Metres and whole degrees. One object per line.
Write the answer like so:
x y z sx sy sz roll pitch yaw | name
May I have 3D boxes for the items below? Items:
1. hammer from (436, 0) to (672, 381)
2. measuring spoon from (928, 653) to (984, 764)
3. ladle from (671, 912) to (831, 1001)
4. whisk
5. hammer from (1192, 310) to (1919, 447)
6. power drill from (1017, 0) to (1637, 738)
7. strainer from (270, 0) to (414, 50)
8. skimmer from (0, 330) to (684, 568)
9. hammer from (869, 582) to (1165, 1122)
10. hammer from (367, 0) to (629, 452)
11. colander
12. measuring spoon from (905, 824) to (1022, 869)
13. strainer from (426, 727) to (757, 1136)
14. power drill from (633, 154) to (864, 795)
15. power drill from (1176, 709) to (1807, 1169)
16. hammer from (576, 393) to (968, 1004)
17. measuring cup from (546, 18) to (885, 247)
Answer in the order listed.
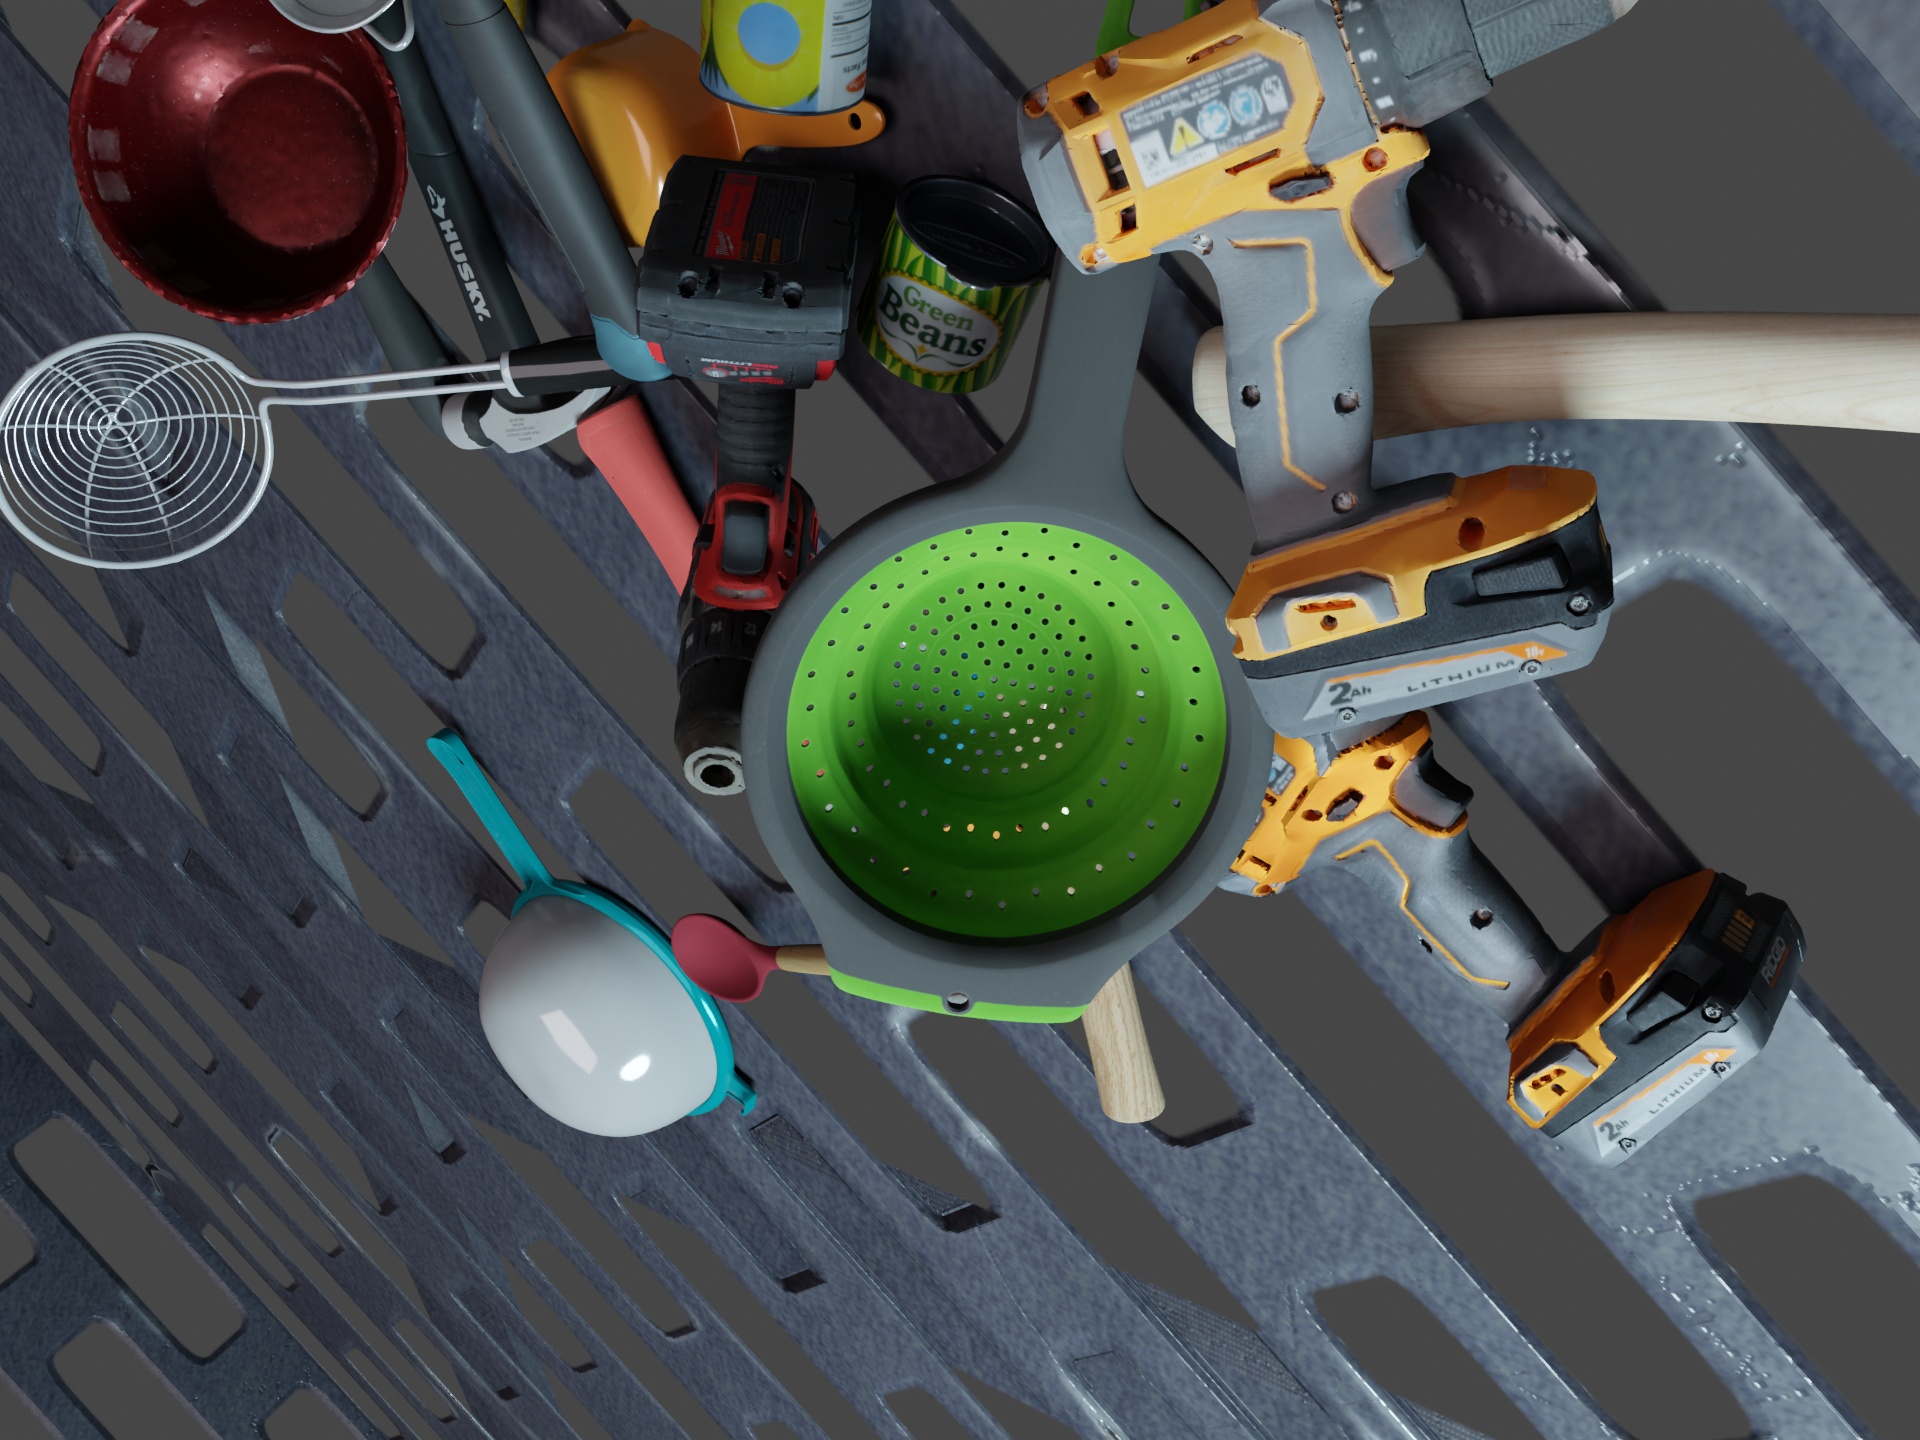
-0.189 -0.276 0.617 0.128 0.033 0.330 23 149 38 | hammer
-0.001 -0.003 0.794 0.042 0.021 0.128 41 136 7 | measuring spoon
-0.092 0.138 0.926 0.315 0.031 0.069 -12 113 57 | ladle
-0.336 -0.281 0.834 0.073 0.073 0.295 1 126 38 | whisk
0.260 -0.117 0.489 0.411 0.038 0.146 9 124 35 | hammer
0.139 -0.124 0.494 0.185 0.084 0.226 -16 105 26 | power drill
-0.308 -0.399 0.691 0.087 0.050 0.258 -34 95 14 | strainer
-0.277 -0.141 0.759 0.363 0.090 0.127 -4 139 10 | skimmer
0.059 0.076 0.786 0.130 0.031 0.331 -1 124 24 | hammer
-0.263 -0.294 0.781 0.146 0.035 0.334 3 122 38 | hammer
0.032 -0.080 0.621 0.204 0.094 0.397 9 107 -6 | colander
0.001 0.062 0.853 0.117 0.011 0.021 -18 107 41 | measuring spoon
-0.299 0.169 1.111 0.211 0.095 0.340 -11 114 43 | strainer
-0.091 -0.099 0.675 0.080 0.188 0.226 5 134 -4 | power drill
0.206 0.053 0.629 0.226 0.084 0.164 38 137 15 | power drill
-0.095 -0.005 0.845 0.149 0.037 0.359 -5 116 57 | hammer
-0.113 -0.247 0.679 0.174 0.052 0.095 12 127 35 | measuring cup
